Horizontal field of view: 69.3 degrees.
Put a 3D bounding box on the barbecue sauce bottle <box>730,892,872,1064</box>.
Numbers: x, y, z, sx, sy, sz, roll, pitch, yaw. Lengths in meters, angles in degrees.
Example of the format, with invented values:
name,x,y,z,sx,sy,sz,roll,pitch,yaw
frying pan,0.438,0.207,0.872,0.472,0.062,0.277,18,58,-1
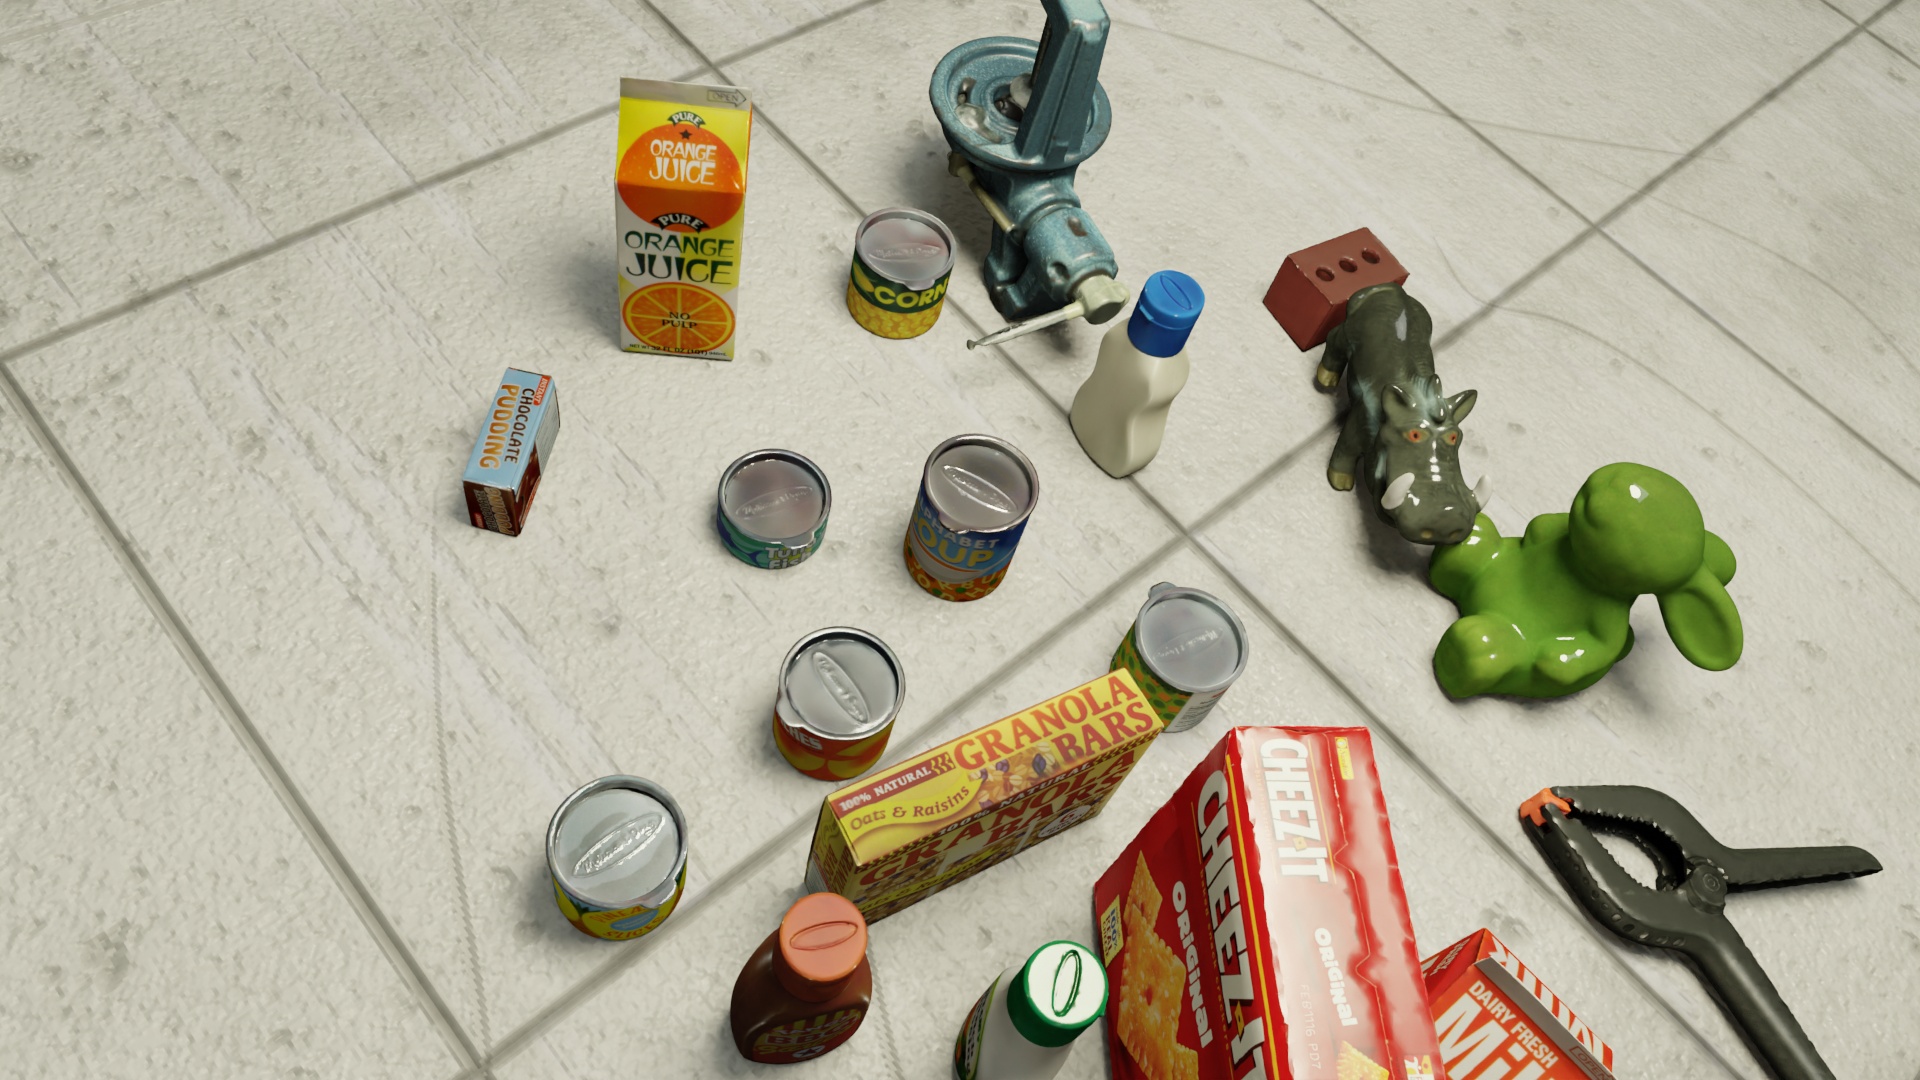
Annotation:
name,x,y,z,sx,sy,sz,roll,pitch,yaw
barbecue sauce bottle,-0.068,0.197,0.622,0.065,0.147,0.044,-8,61,-17

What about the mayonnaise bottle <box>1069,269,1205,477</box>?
name,x,y,z,sx,sy,sz,roll,pitch,yaw
mayonnaise bottle,0.110,-0.102,0.849,0.041,0.147,0.065,-24,66,-24

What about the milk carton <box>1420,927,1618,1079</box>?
name,x,y,z,sx,sy,sz,roll,pitch,yaw
milk carton,0.221,0.240,0.632,0.074,0.189,0.072,-37,72,-28

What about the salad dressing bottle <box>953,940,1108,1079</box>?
name,x,y,z,sx,sy,sz,roll,pitch,yaw
salad dressing bottle,0.031,0.219,0.630,0.044,0.147,0.064,20,57,1

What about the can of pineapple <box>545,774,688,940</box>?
name,x,y,z,sx,sy,sz,roll,pitch,yaw
can of pineapple,-0.166,0.158,0.679,0.071,0.057,0.071,6,58,-9

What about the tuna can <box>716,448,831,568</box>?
name,x,y,z,sx,sy,sz,roll,pitch,yaw
tuna can,-0.109,-0.016,0.816,0.071,0.032,0.071,6,57,-9

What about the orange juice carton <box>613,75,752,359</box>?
name,x,y,z,sx,sy,sz,roll,pitch,yaw
orange juice carton,-0.164,-0.195,0.822,0.072,0.191,0.073,4,58,-10

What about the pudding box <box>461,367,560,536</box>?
name,x,y,z,sx,sy,sz,roll,pitch,yaw
pudding box,-0.256,-0.051,0.796,0.030,0.049,0.084,12,57,-5

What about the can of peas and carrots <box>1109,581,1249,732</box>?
name,x,y,z,sx,sy,sz,roll,pitch,yaw
can of peas and carrots,0.123,0.067,0.798,0.071,0.058,0.071,6,58,-9

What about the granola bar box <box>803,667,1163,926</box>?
name,x,y,z,sx,sy,sz,roll,pitch,yaw
granola bar box,0.007,0.132,0.693,0.166,0.123,0.039,-20,65,-23

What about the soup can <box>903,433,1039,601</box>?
name,x,y,z,sx,sy,sz,roll,pitch,yaw
soup can,0.003,-0.010,0.806,0.071,0.083,0.071,6,58,-9

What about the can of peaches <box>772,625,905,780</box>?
name,x,y,z,sx,sy,sz,roll,pitch,yaw
can of peaches,-0.068,0.089,0.744,0.071,0.057,0.071,6,58,-9

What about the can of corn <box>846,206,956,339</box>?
name,x,y,z,sx,sy,sz,roll,pitch,yaw
can of corn,-0.039,-0.173,0.915,0.071,0.058,0.071,6,58,-9
